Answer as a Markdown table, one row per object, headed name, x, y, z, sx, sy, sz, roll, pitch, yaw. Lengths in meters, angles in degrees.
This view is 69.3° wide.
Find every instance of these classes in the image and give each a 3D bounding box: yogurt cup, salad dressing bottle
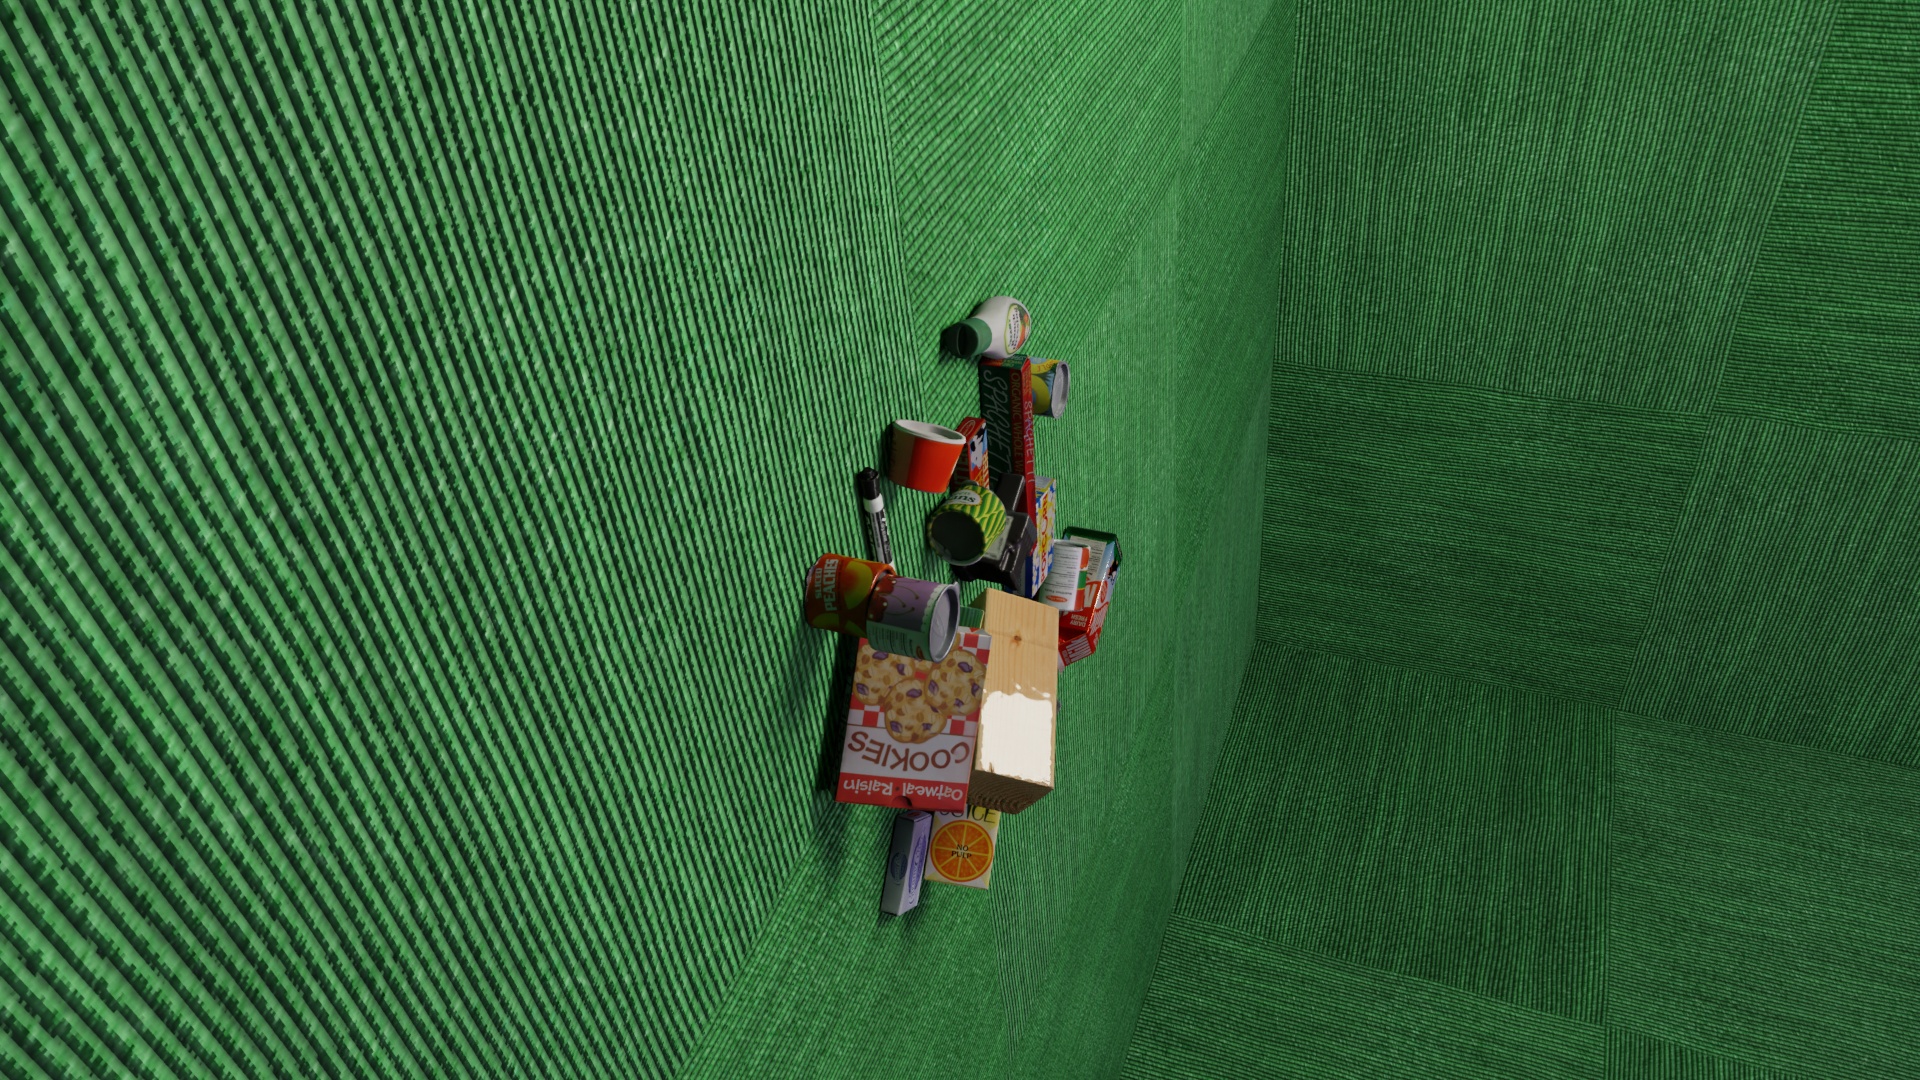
| name | x | y | z | sx | sy | sz | roll | pitch | yaw |
| --- | --- | --- | --- | --- | --- | --- | --- | --- | --- |
| yogurt cup | -0.034 | -0.076 | 1.269 | 0.072 | 0.072 | 0.053 | -20 | 126 | -68 |
| salad dressing bottle | 0.028 | -0.211 | 1.403 | 0.148 | 0.044 | 0.064 | -35 | 131 | -63 |

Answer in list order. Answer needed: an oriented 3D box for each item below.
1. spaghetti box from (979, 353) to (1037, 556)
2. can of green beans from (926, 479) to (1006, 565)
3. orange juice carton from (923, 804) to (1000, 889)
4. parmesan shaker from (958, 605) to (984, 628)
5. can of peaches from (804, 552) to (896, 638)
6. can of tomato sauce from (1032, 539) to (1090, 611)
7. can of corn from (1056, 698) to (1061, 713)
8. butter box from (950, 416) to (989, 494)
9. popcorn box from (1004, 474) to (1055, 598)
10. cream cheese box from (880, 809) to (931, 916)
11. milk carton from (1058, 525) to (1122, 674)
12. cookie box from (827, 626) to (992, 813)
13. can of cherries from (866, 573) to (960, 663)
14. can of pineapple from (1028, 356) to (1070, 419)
| name | x | y | z | sx | sy | sz | roll | pitch | yaw |
| --- | --- | --- | --- | --- | --- | --- | --- | --- | --- |
| spaghetti box | 0.054 | -0.092 | 1.529 | 0.029 | 0.050 | 0.248 | -59 | 152 | -48 |
| can of green beans | 0.006 | -0.016 | 1.406 | 0.058 | 0.071 | 0.071 | -49 | 144 | -55 |
| orange juice carton | 0.009 | 0.276 | 1.526 | 0.072 | 0.073 | 0.192 | -105 | -156 | -86 |
| parmesan shaker | -0.020 | 0.114 | 1.406 | 0.071 | 0.071 | 0.103 | 25 | 75 | -70 |
| can of peaches | -0.092 | 0.047 | 1.172 | 0.071 | 0.058 | 0.071 | 9 | 91 | -71 |
| can of tomato sauce | 0.130 | 0.044 | 1.792 | 0.071 | 0.071 | 0.083 | -15 | 113 | -69 |
| can of corn | 0.087 | 0.191 | 1.735 | 0.058 | 0.071 | 0.071 | 70 | 35 | -54 |
| butter box | 0.010 | -0.072 | 1.451 | 0.053 | 0.024 | 0.103 | -56 | 150 | -50 |
| popcorn box | 0.083 | -0.005 | 1.674 | 0.085 | 0.038 | 0.126 | -50 | 145 | -55 |
| cream cheese box | -0.057 | 0.341 | 1.473 | 0.053 | 0.024 | 0.103 | 9 | 91 | -71 |
| milk carton | 0.157 | 0.083 | 1.875 | 0.072 | 0.073 | 0.191 | 66 | 39 | -59 |
| cookie box | -0.046 | 0.158 | 1.261 | 0.040 | 0.123 | 0.167 | -158 | -103 | -75 |
| can of cherries | -0.038 | 0.062 | 1.152 | 0.071 | 0.058 | 0.071 | 8 | 91 | -70 |
| can of pineapple | 0.087 | -0.175 | 1.567 | 0.071 | 0.058 | 0.071 | 9 | 91 | -71 |
